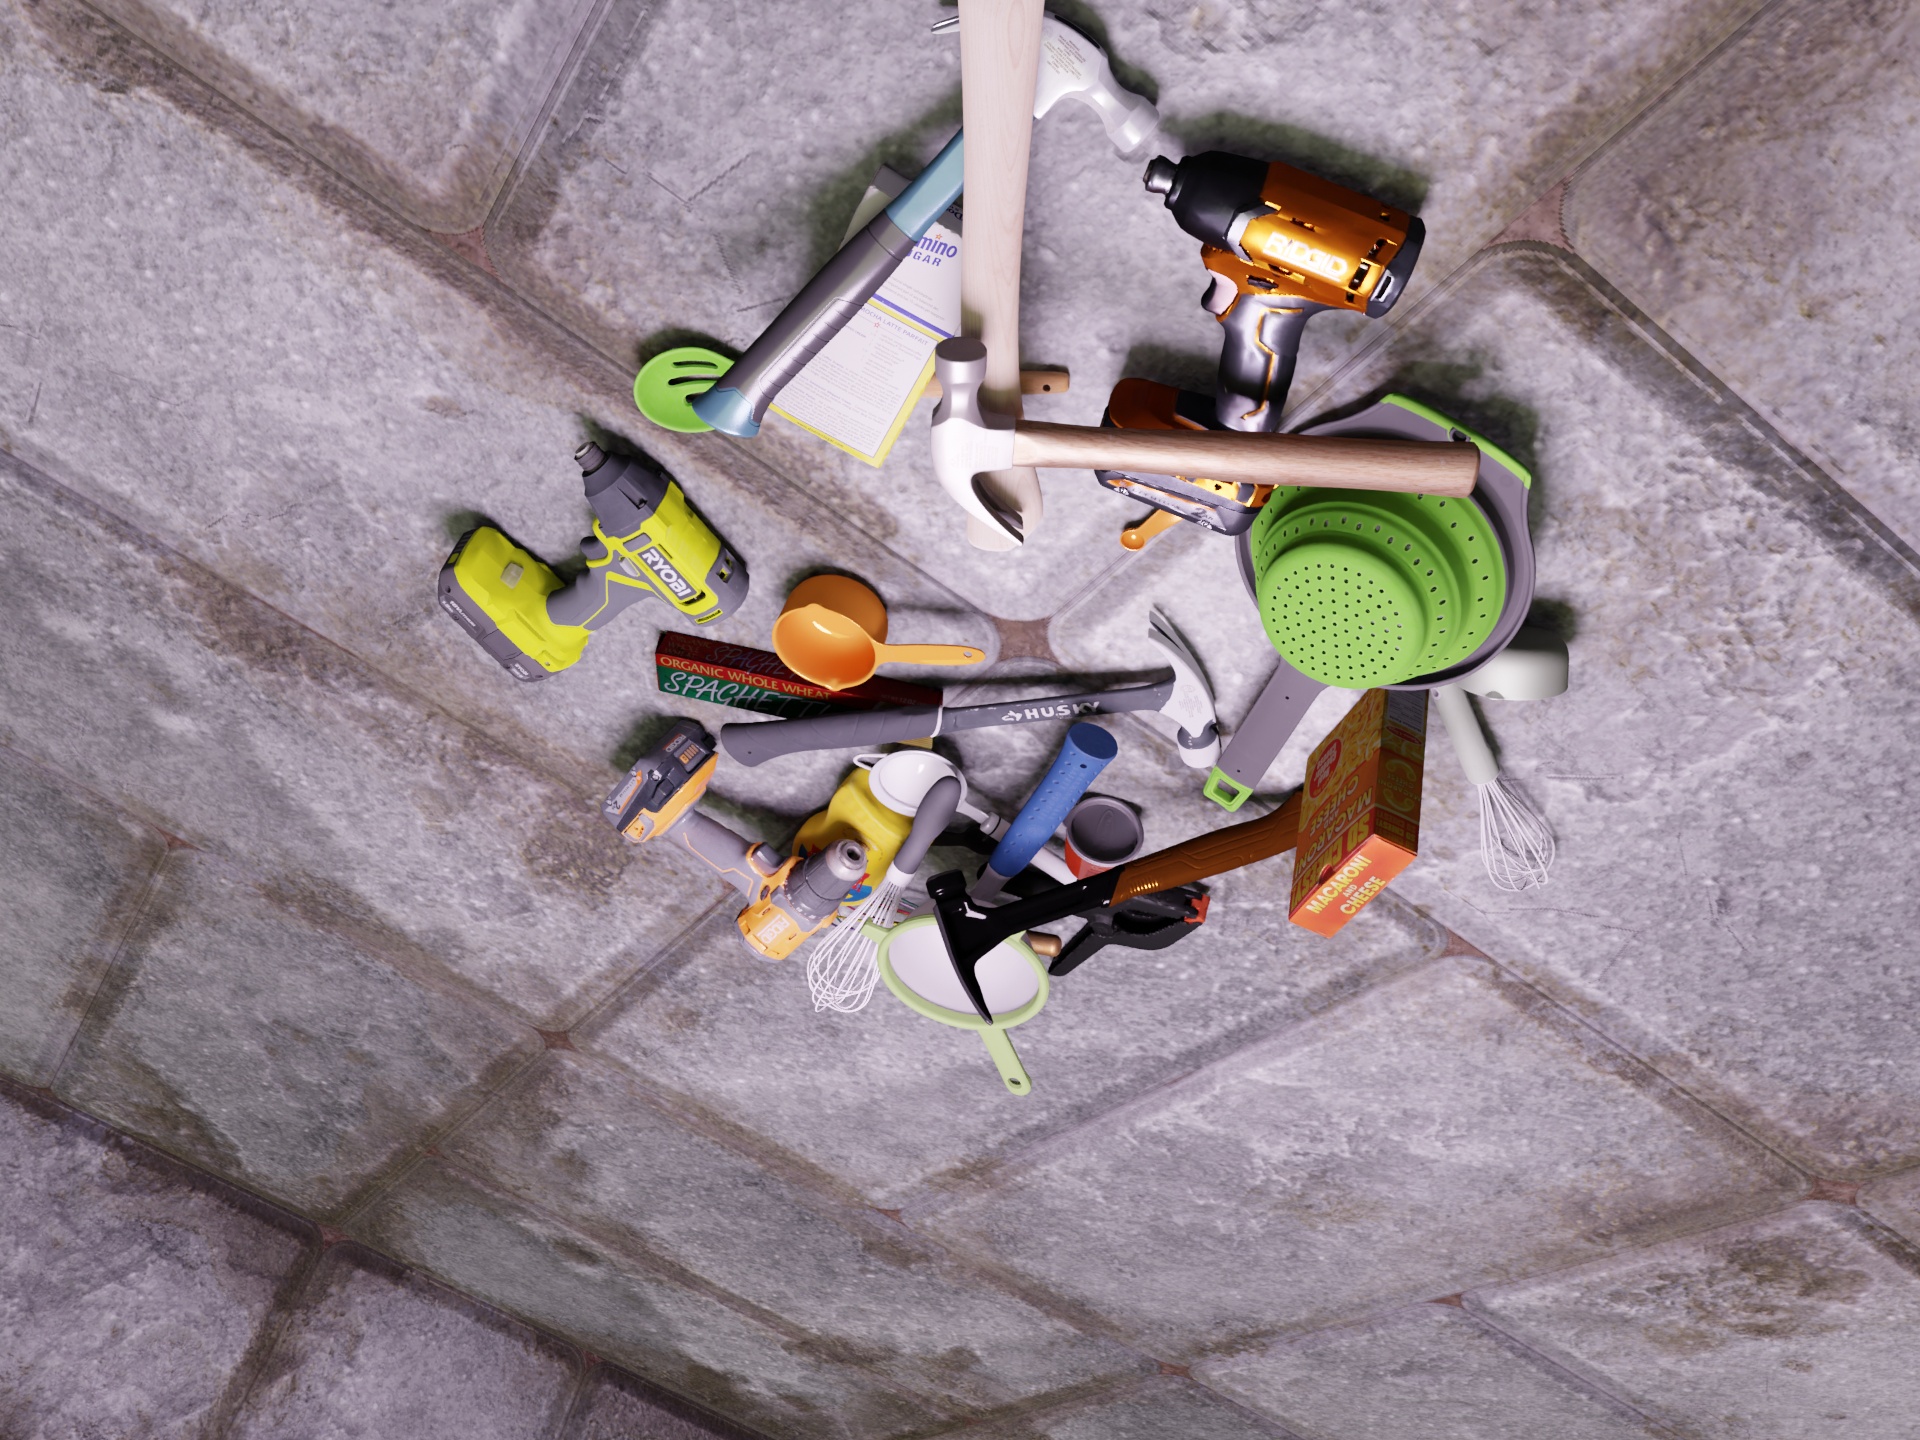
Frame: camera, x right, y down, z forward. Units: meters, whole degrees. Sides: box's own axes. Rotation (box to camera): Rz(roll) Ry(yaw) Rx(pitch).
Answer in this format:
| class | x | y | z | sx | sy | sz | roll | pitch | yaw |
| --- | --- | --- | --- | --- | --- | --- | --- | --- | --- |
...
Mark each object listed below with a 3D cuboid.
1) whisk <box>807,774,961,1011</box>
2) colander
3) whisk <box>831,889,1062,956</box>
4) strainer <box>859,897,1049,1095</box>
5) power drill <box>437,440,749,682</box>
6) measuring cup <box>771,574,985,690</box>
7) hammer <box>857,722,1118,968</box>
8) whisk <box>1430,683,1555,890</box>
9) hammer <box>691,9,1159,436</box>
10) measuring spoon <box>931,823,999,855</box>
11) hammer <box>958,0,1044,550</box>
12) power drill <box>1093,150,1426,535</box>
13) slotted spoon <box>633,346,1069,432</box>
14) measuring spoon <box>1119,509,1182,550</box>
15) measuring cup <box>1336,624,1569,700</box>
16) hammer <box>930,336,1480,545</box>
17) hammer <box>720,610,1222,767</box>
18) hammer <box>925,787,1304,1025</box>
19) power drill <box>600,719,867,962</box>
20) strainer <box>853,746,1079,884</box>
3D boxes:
| class | x | y | z | sx | sy | sz | roll | pitch | yaw |
| --- | --- | --- | --- | --- | --- | --- | --- | --- | --- |
| whisk | -0.066 | 0.157 | 1.403 | 0.070 | 0.070 | 0.284 | 25 | 120 | -7 |
| colander | 0.243 | -0.038 | 1.111 | 0.204 | 0.094 | 0.396 | 34 | 139 | 10 |
| whisk | -0.019 | 0.195 | 1.529 | 0.245 | 0.051 | 0.047 | 7 | 162 | 21 |
| strainer | 0.024 | 0.235 | 1.411 | 0.151 | 0.069 | 0.256 | -5 | 132 | 21 |
| power drill | -0.303 | -0.125 | 1.274 | 0.223 | 0.080 | 0.171 | -19 | 128 | 30 |
| measuring cup | -0.061 | -0.072 | 1.262 | 0.173 | 0.052 | 0.095 | 4 | 137 | 13 |
| hammer | 0.038 | 0.135 | 1.381 | 0.144 | 0.035 | 0.405 | 25 | 138 | -6 |
| whisk | 0.408 | 0.046 | 1.232 | 0.059 | 0.058 | 0.246 | -32 | 122 | 2 |
| hammer | -0.044 | -0.288 | 0.961 | 0.128 | 0.033 | 0.331 | 41 | 116 | -19 |
| measuring spoon | -0.018 | 0.103 | 1.468 | 0.124 | 0.018 | 0.034 | 3 | 130 | 27 |
| hammer | 0.009 | -0.274 | 0.924 | 0.146 | 0.038 | 0.410 | -1 | 131 | -1 |
| power drill | 0.160 | -0.237 | 0.982 | 0.164 | 0.084 | 0.226 | 21 | 134 | -3 |
| slotted spoon | -0.079 | -0.234 | 1.110 | 0.314 | 0.031 | 0.070 | 2 | 136 | 15 |
| measuring spoon | 0.157 | -0.155 | 1.126 | 0.021 | 0.011 | 0.117 | 37 | 132 | -22 |
| measuring cup | 0.350 | -0.052 | 1.138 | 0.168 | 0.083 | 0.038 | 14 | 115 | 32 |
| hammer | 0.147 | -0.160 | 0.970 | 0.331 | 0.031 | 0.130 | 4 | 133 | 1 |
| hammer | -0.002 | -0.004 | 1.287 | 0.409 | 0.036 | 0.149 | -6 | 135 | 15 |
| hammer | 0.149 | 0.134 | 1.286 | 0.337 | 0.127 | 0.034 | -18 | 166 | -6 |
| power drill | -0.198 | 0.105 | 1.440 | 0.226 | 0.084 | 0.185 | 44 | 135 | -4 |
| strainer | 0.019 | 0.086 | 1.398 | 0.258 | 0.050 | 0.087 | 34 | 132 | -13 |
